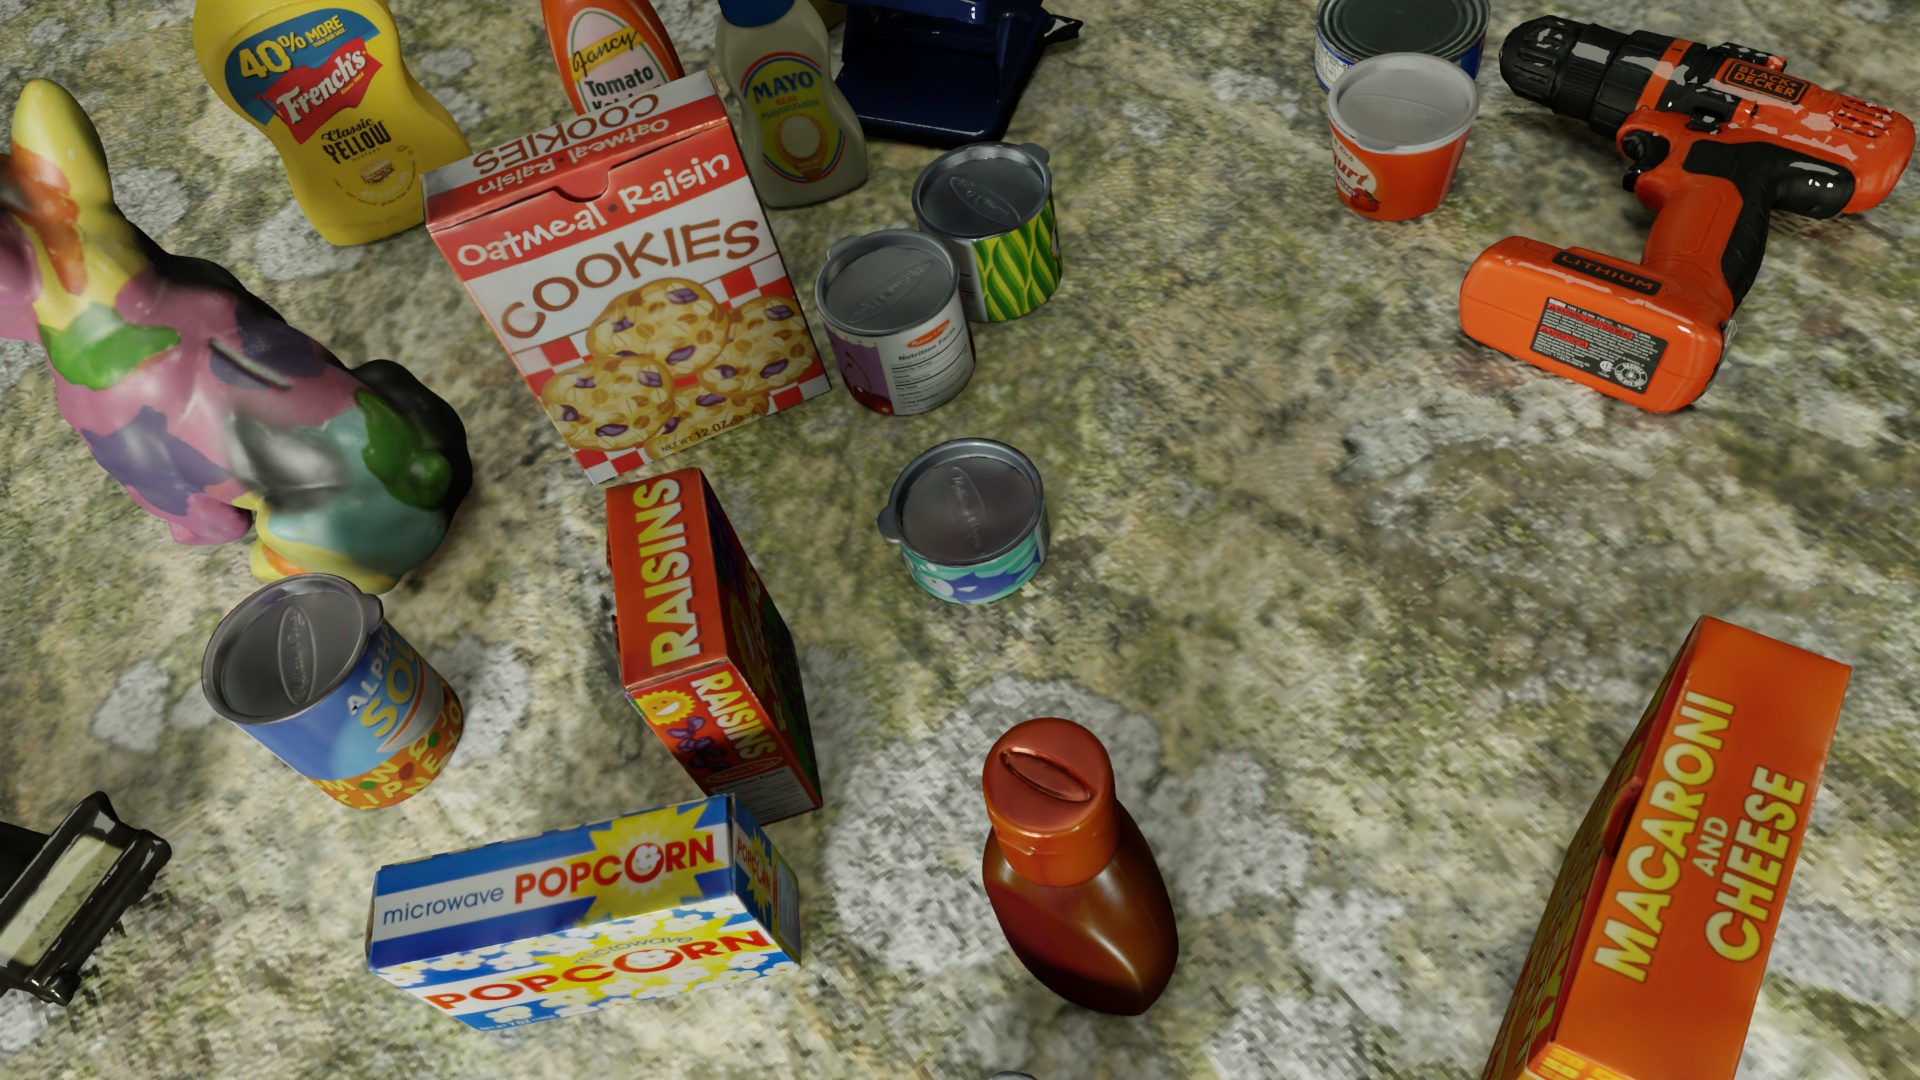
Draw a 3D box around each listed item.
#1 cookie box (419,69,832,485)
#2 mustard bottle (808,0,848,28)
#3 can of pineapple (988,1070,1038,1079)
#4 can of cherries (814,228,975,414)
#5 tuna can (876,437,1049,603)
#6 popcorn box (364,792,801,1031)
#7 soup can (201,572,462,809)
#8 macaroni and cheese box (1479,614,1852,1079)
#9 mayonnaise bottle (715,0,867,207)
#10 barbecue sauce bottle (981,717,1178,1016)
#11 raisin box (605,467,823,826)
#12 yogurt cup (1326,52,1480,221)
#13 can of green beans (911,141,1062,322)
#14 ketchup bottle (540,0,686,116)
[{"bbox_3d":[-0.137,-0.107,0.603,0.123,0.166,0.040,-22,55,-4],"label":"cookie box"},{"bbox_3d":[-0.103,-0.364,0.776,0.049,0.159,0.065,-38,58,-15],"label":"mustard bottle"},{"bbox_3d":[0.015,0.207,0.427,0.071,0.057,0.071,-5,56,8],"label":"can of pineapple"},{"bbox_3d":[-0.030,-0.102,0.646,0.071,0.058,0.072,-5,56,8],"label":"can of cherries"},{"bbox_3d":[0.002,-0.007,0.591,0.071,0.032,0.071,-5,55,8],"label":"tuna can"},{"bbox_3d":[-0.128,0.133,0.488,0.127,0.085,0.038,-12,55,3],"label":"popcorn box"},{"bbox_3d":[-0.247,0.062,0.561,0.071,0.083,0.072,-5,56,8],"label":"soup can"},{"bbox_3d":[0.186,0.115,0.391,0.040,0.165,0.124,22,63,23],"label":"macaroni and cheese box"},{"bbox_3d":[-0.091,-0.236,0.694,0.065,0.147,0.041,-16,55,0],"label":"mayonnaise bottle"},{"bbox_3d":[0.035,0.105,0.438,0.065,0.148,0.044,25,64,25],"label":"barbecue sauce bottle"},{"bbox_3d":[-0.091,0.043,0.519,0.040,0.122,0.086,-16,55,1],"label":"raisin box"},{"bbox_3d":[0.209,-0.191,0.663,0.072,0.053,0.073,-5,56,8],"label":"yogurt cup"},{"bbox_3d":[0.014,-0.148,0.669,0.071,0.057,0.071,-5,56,8],"label":"can of green beans"},{"bbox_3d":[-0.193,-0.279,0.742,0.065,0.148,0.044,-16,55,0],"label":"ketchup bottle"}]
